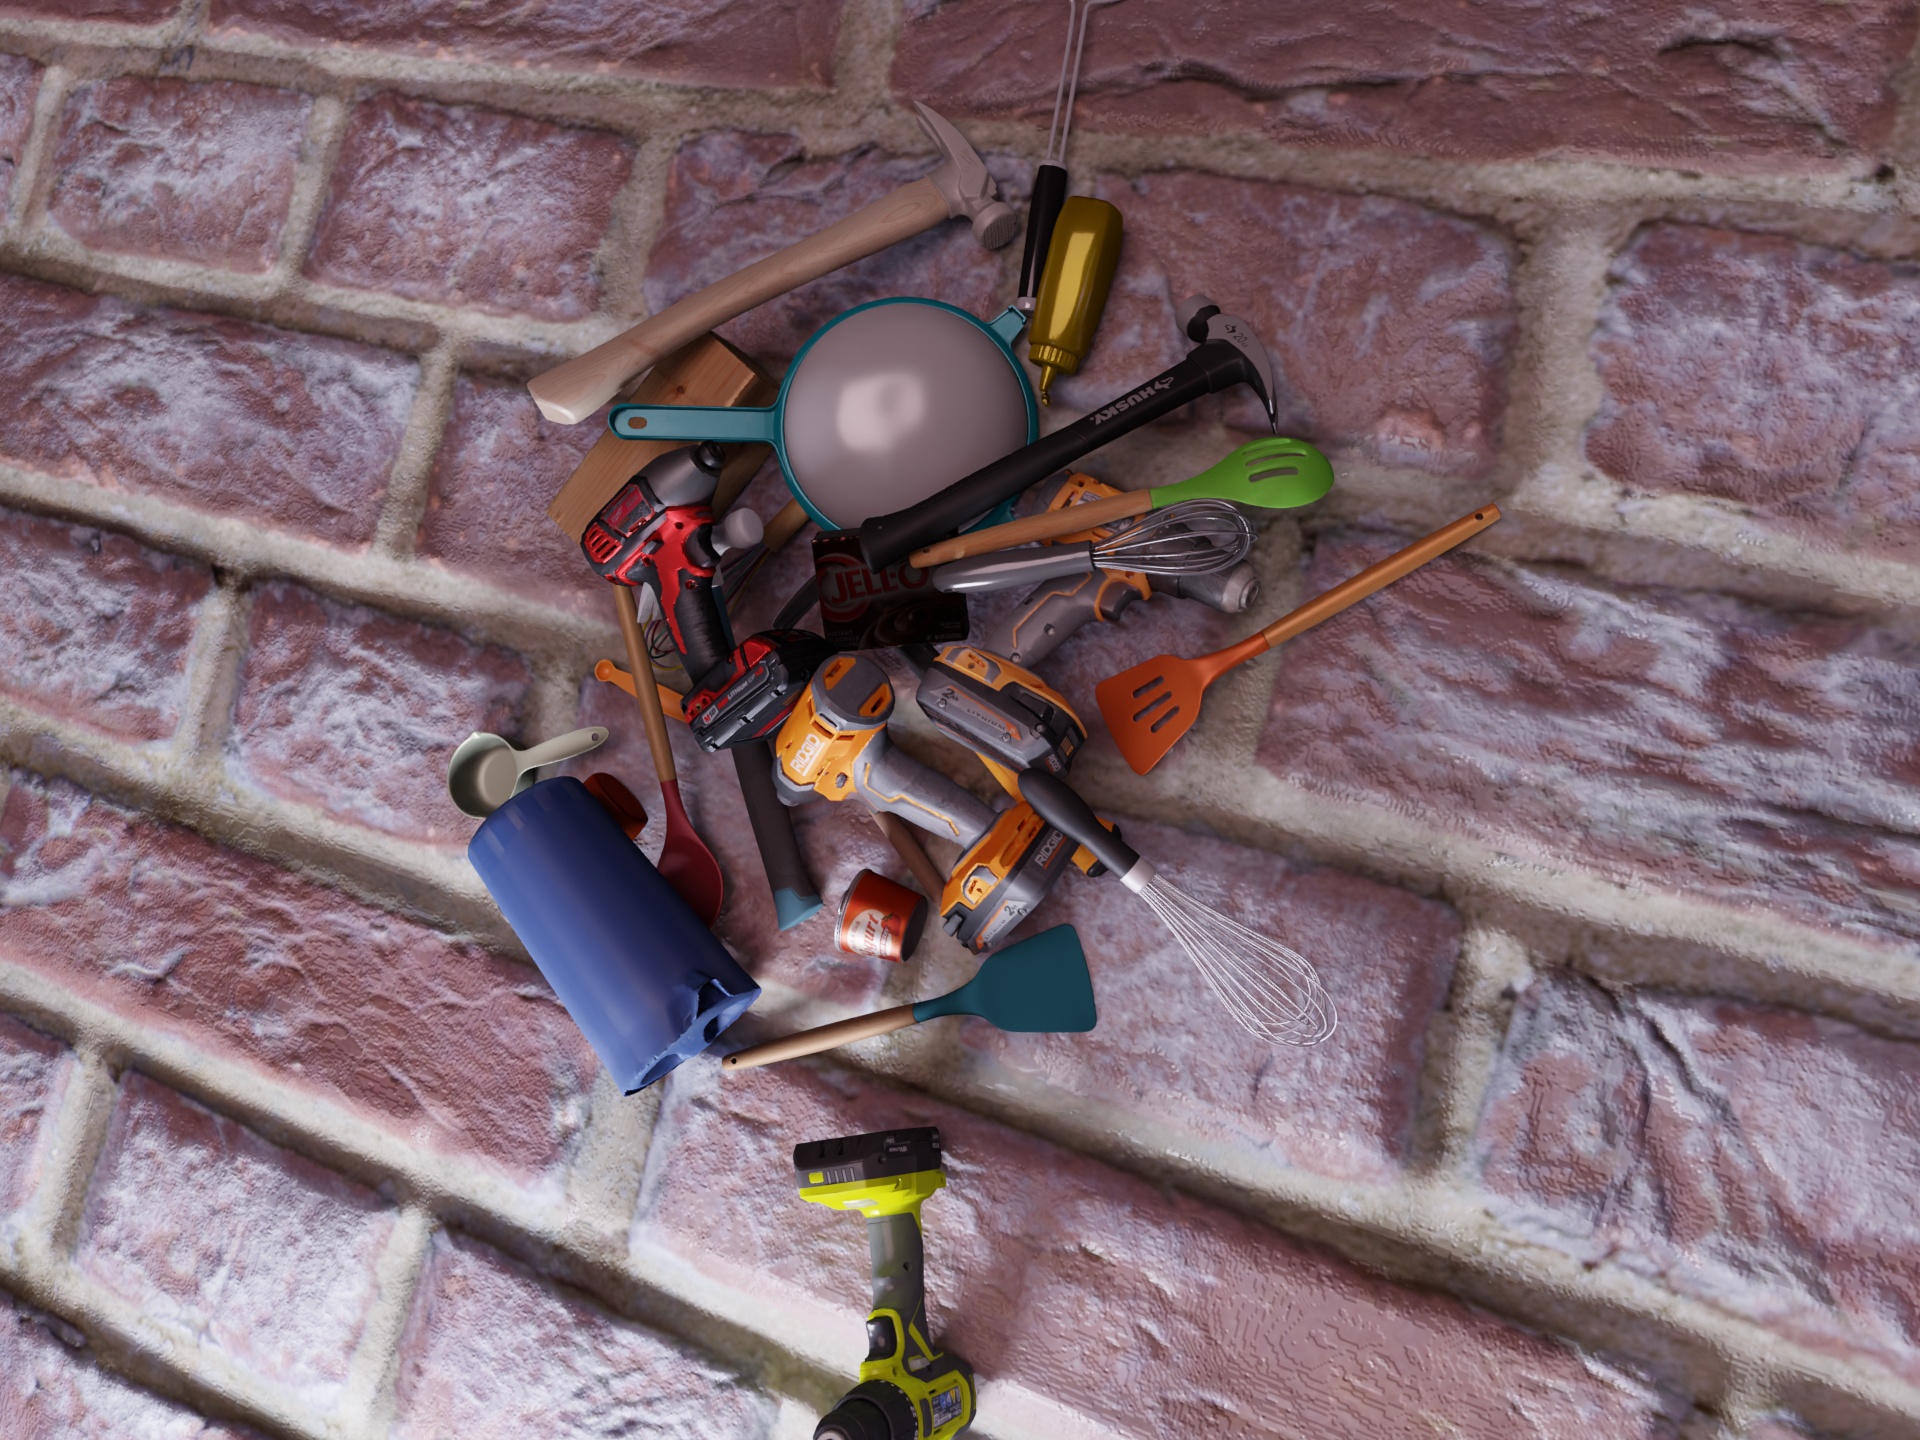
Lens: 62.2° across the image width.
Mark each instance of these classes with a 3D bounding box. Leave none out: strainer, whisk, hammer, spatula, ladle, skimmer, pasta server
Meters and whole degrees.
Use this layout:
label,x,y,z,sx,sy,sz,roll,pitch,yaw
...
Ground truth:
label,x,y,z,sx,sy,sz,roll,pitch,yaw
strainer,-0.107,-0.238,1.229,0.340,0.095,0.211,1,87,-2
whisk,0.149,0.131,1.122,0.284,0.070,0.070,41,99,2
hammer,0.076,-0.197,1.168,0.335,0.035,0.146,-29,48,-4
spatula,0.247,-0.070,1.170,0.322,0.041,0.081,-30,72,11
spatula,-0.050,0.236,1.246,0.317,0.044,0.082,-18,77,23
hammer,-0.173,0.006,1.277,0.128,0.033,0.331,-15,91,31
whisk,-0.181,-0.136,1.338,0.245,0.051,0.047,-45,64,7
ladle,-0.249,0.025,1.313,0.069,0.031,0.315,-11,94,23
skimmer,0.089,-0.506,1.255,0.127,0.090,0.363,10,88,-9
whisk,0.092,-0.117,1.133,0.239,0.055,0.055,-8,80,18
hammer,-0.165,-0.362,1.291,0.410,0.038,0.146,-29,69,-6
hammer,-0.002,-0.004,1.242,0.127,0.034,0.337,-41,72,-5
pasta server,-0.072,0.056,1.278,0.060,0.040,0.316,-40,75,12

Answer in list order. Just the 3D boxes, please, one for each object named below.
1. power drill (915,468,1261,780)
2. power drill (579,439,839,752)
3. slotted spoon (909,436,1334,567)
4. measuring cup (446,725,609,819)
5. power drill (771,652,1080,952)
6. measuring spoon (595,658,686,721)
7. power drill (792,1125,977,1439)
label,x,y,z,sx,sy,sz,roll,pitch,yaw
power drill,0.096,-0.065,1.174,0.185,0.084,0.226,28,77,28
power drill,-0.189,-0.098,1.207,0.143,0.078,0.220,-38,77,28
slotted spoon,0.114,-0.154,1.159,0.314,0.031,0.070,-13,51,8
measuring cup,-0.371,0.037,1.393,0.167,0.038,0.083,-18,76,17
power drill,-0.040,0.068,1.184,0.226,0.084,0.164,39,140,1
measuring spoon,-0.268,-0.024,1.375,0.117,0.011,0.021,25,92,19
power drill,-0.059,0.414,1.137,0.080,0.190,0.229,-14,74,20
